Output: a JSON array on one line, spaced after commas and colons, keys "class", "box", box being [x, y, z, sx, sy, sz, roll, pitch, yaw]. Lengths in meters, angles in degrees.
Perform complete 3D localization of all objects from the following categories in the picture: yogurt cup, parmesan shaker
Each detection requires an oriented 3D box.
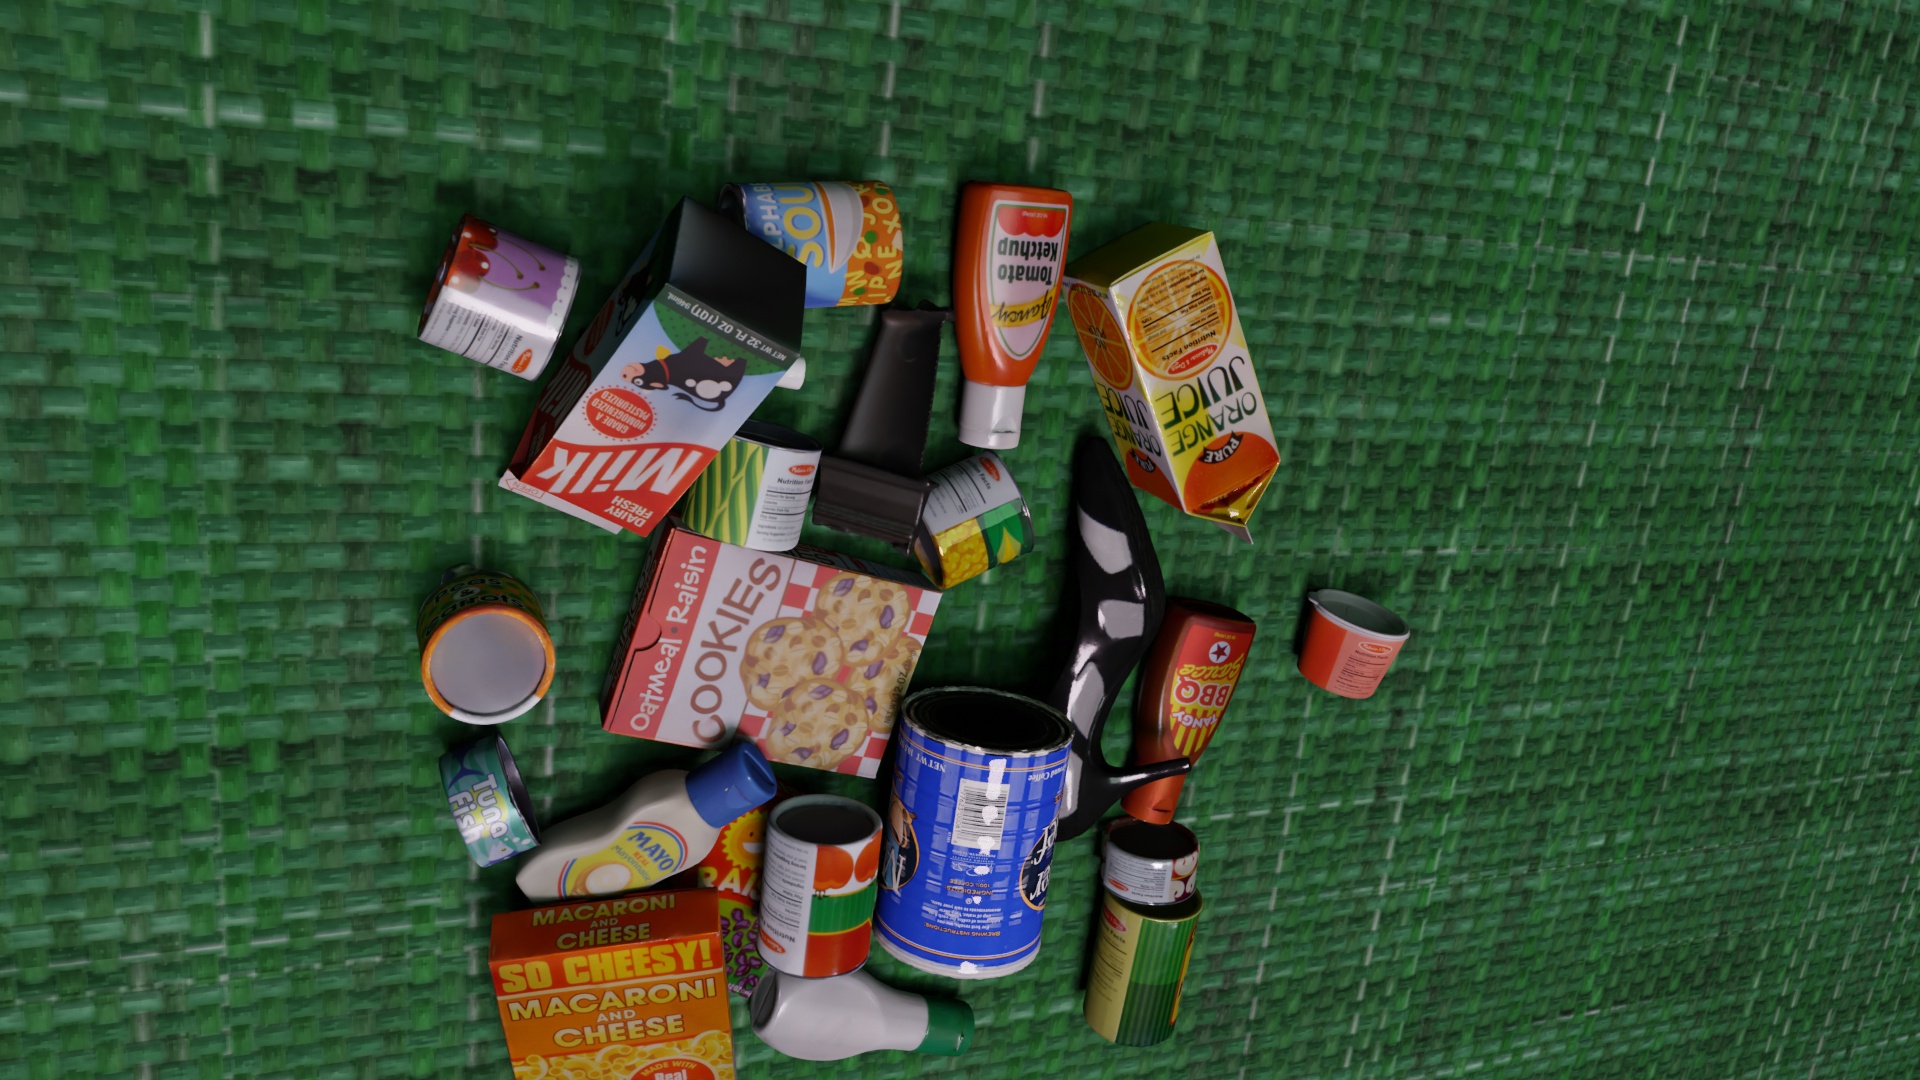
[{"class": "yogurt cup", "box": [0.265, 0.072, 0.950, 0.072, 0.072, 0.053, 7, 112, -25]}, {"class": "parmesan shaker", "box": [0.123, 0.284, 0.956, 0.071, 0.071, 0.102, 0, 111, -23]}]

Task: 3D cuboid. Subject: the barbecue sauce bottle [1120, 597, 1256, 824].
[{"class": "barbecue sauce bottle", "box": [0.145, 0.114, 0.923, 0.065, 0.044, 0.148, 11, 102, -27]}]

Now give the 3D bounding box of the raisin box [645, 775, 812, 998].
[{"class": "raisin box", "box": [-0.132, 0.203, 0.837, 0.086, 0.040, 0.123, 33, 91, -27]}]

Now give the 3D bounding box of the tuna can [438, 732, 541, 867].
[{"class": "tuna can", "box": [-0.253, 0.140, 0.748, 0.033, 0.071, 0.070, -22, 114, -14]}]

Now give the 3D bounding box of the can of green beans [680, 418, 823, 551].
[{"class": "can of green beans", "box": [-0.114, -0.032, 0.754, 0.071, 0.071, 0.057, 10, 103, -25]}]

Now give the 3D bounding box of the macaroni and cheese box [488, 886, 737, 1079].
[{"class": "macaroni and cheese box", "box": [-0.195, 0.275, 0.800, 0.124, 0.040, 0.165, -5, 124, -10]}]

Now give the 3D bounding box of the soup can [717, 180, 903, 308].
[{"class": "soup can", "box": [-0.079, -0.156, 0.727, 0.084, 0.071, 0.071, -7, 109, -21]}]

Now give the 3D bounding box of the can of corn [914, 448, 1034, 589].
[{"class": "can of corn", "box": [0.003, -0.010, 0.811, 0.058, 0.071, 0.071, -24, 114, -13]}]

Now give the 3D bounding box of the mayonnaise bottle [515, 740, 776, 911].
[{"class": "mayonnaise bottle", "box": [-0.174, 0.164, 0.783, 0.148, 0.041, 0.064, -32, 116, 9]}]

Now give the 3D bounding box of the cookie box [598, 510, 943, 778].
[{"class": "cookie box", "box": [-0.109, 0.063, 0.801, 0.167, 0.040, 0.122, 15, 101, -26]}]

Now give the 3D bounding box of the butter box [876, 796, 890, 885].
[{"class": "butter box", "box": [-0.012, 0.205, 0.897, 0.103, 0.024, 0.053, 24, 96, -27]}]

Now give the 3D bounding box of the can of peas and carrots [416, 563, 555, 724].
[{"class": "can of peas and carrots", "box": [-0.250, 0.053, 0.728, 0.071, 0.059, 0.070, -7, 109, -21]}]

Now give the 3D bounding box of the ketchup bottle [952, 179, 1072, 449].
[{"class": "ketchup bottle", "box": [0.024, -0.128, 0.794, 0.065, 0.043, 0.148, -3, 108, -31]}]

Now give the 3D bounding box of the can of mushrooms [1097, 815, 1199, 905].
[{"class": "can of mushrooms", "box": [0.128, 0.213, 0.936, 0.071, 0.071, 0.033, -3, 107, -22]}]

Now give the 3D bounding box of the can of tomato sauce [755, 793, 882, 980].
[{"class": "can of tomato sauce", "box": [-0.080, 0.196, 0.797, 0.071, 0.071, 0.082, 0, 107, -23]}]

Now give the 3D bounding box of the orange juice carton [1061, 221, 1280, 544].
[{"class": "orange juice carton", "box": [0.132, -0.087, 0.837, 0.073, 0.072, 0.192, -29, 115, -12]}]

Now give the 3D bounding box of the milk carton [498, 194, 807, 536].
[{"class": "milk carton", "box": [-0.158, -0.070, 0.694, 0.072, 0.074, 0.189, 26, 129, -27]}]

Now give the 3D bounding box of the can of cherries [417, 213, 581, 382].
[{"class": "can of cherries", "box": [-0.226, -0.121, 0.681, 0.058, 0.071, 0.071, 20, 98, -26]}]

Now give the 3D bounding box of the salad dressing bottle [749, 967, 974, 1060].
[{"class": "salad dressing bottle", "box": [-0.061, 0.307, 0.899, 0.147, 0.044, 0.064, 20, 96, -28]}]
